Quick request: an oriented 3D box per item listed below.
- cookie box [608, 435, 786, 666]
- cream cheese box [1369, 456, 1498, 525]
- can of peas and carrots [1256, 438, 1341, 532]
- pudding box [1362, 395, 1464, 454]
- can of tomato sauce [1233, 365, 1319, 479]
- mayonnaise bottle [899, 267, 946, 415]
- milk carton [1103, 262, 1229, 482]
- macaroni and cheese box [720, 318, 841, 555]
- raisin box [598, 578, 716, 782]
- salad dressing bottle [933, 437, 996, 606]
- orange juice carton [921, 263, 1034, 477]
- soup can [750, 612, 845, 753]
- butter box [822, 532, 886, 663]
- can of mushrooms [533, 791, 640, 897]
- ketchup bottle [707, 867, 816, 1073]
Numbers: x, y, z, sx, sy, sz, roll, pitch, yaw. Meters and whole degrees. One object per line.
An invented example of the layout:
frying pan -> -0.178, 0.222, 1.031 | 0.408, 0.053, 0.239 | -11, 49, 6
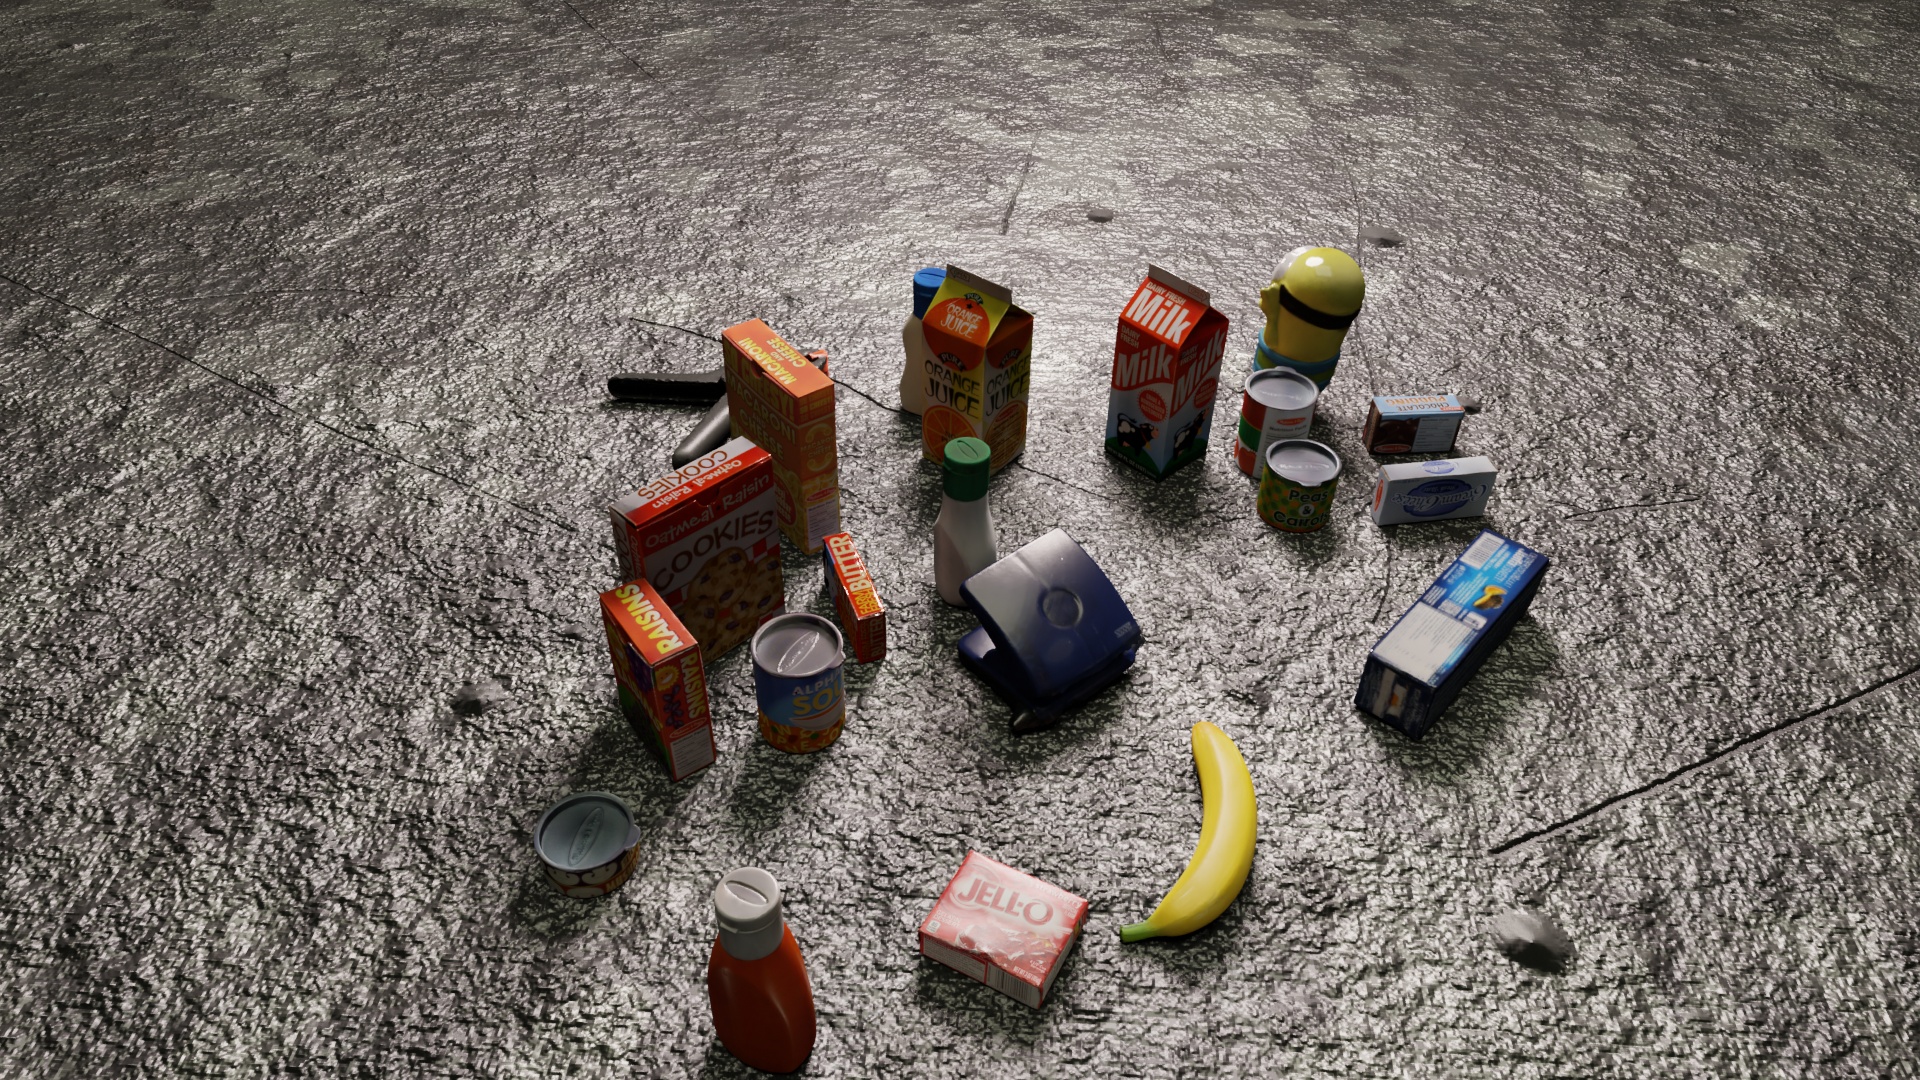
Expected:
cookie box -> -0.195, 0.018, 1.060 | 0.040, 0.166, 0.123 | 33, 49, 31
cream cheese box -> 0.421, -0.044, 1.239 | 0.104, 0.053, 0.024 | -6, 41, -8
can of peas and carrots -> 0.301, -0.047, 1.235 | 0.071, 0.058, 0.071 | 1, 40, -1
pudding box -> 0.430, -0.110, 1.319 | 0.084, 0.049, 0.030 | -3, 41, -5
can of tomato sauce -> 0.291, -0.108, 1.287 | 0.071, 0.082, 0.071 | 1, 40, -1
mayonnaise bottle -> -0.026, -0.186, 1.320 | 0.065, 0.147, 0.041 | 13, 42, 14
milk carton -> 0.187, -0.155, 1.257 | 0.074, 0.189, 0.072 | -31, 50, -32
macaroni and cheese box -> -0.153, -0.088, 1.186 | 0.040, 0.165, 0.124 | -25, 47, -28
raisin box -> -0.217, 0.100, 0.997 | 0.040, 0.122, 0.086 | -24, 47, -27
salad dressing bottle -> 0.004, -0.014, 1.119 | 0.044, 0.146, 0.064 | -21, 45, -24
orange juice carton -> 0.014, -0.154, 1.249 | 0.072, 0.191, 0.073 | 28, 47, 28
soup can -> -0.116, 0.107, 1.023 | 0.071, 0.083, 0.072 | 1, 40, -1
butter box -> -0.086, 0.045, 1.119 | 0.024, 0.052, 0.104 | -13, 42, -16
can of mushrooms -> -0.250, 0.206, 0.940 | 0.071, 0.033, 0.071 | 1, 40, -1
ketchup bottle -> -0.118, 0.249, 0.806 | 0.065, 0.148, 0.044 | 20, 44, 20
